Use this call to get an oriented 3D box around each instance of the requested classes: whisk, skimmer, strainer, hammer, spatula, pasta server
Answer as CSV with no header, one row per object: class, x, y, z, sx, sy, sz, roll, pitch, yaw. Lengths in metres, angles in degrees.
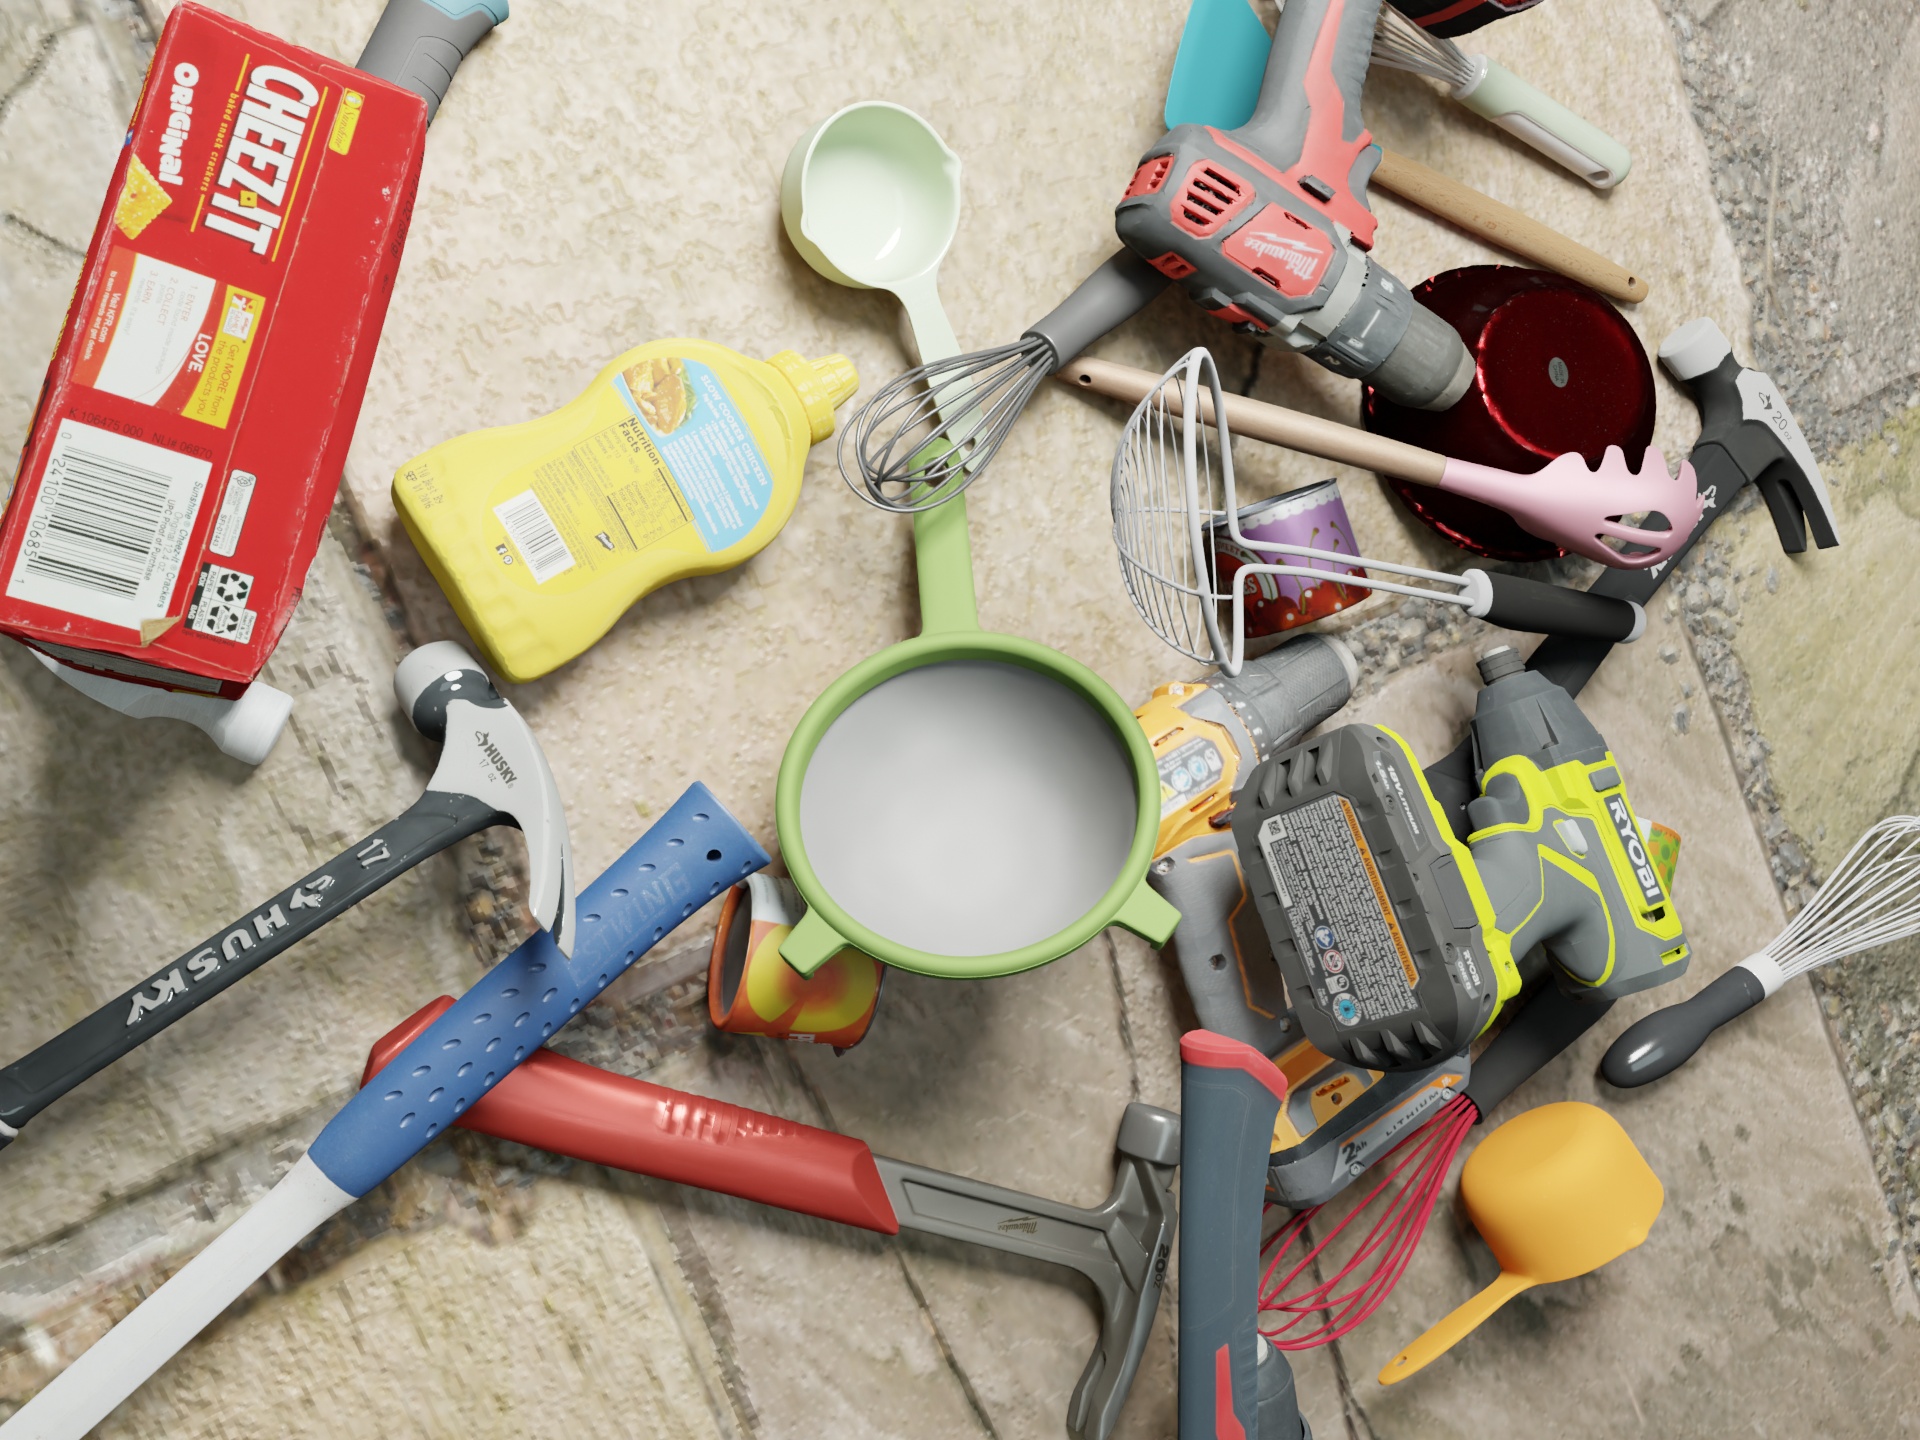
whisk,0.254,-0.332,0.812,0.246,0.058,0.059,19,83,-24
skimmer,0.206,-0.069,0.688,0.363,0.090,0.127,6,77,-33
whisk,0.235,0.201,0.779,0.296,0.073,0.073,-34,100,-25
strainer,-0.001,-0.002,0.671,0.151,0.069,0.257,-5,59,-1
hammer,-0.238,0.166,0.571,0.405,0.035,0.144,-42,105,-9
whisk,0.461,0.124,0.873,0.284,0.070,0.070,-27,98,-16
whisk,0.033,-0.165,0.707,0.239,0.055,0.055,-43,103,-31
hammer,0.088,0.318,0.627,0.143,0.038,0.386,-1,92,-24
hammer,-0.258,-0.158,0.611,0.128,0.033,0.331,26,79,-20
hammer,-0.315,0.128,0.545,0.409,0.149,0.036,-35,142,-13
hammer,-0.071,0.197,0.669,0.358,0.037,0.149,20,81,-20
spatula,0.235,-0.273,0.803,0.317,0.044,0.082,16,89,-21
hammer,0.345,-0.054,0.843,0.146,0.035,0.335,47,73,-13
pasta server,0.199,-0.128,0.750,0.316,0.040,0.060,15,126,-1

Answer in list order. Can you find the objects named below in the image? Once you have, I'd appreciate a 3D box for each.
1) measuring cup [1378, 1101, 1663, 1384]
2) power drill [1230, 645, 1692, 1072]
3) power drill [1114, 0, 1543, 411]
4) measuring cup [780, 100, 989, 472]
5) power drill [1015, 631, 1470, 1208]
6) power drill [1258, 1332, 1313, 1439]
measuring cup,0.257,0.249,0.770,0.173,0.095,0.052,-32,91,-16
power drill,0.226,0.055,0.701,0.223,0.080,0.171,-9,75,-43
power drill,0.194,-0.269,0.724,0.187,0.080,0.226,27,92,-19
measuring cup,-0.026,-0.188,0.708,0.083,0.038,0.167,-32,116,-21
power drill,0.148,0.083,0.739,0.185,0.084,0.226,-31,95,-21
power drill,0.064,0.380,0.679,0.228,0.080,0.190,-16,107,-22
